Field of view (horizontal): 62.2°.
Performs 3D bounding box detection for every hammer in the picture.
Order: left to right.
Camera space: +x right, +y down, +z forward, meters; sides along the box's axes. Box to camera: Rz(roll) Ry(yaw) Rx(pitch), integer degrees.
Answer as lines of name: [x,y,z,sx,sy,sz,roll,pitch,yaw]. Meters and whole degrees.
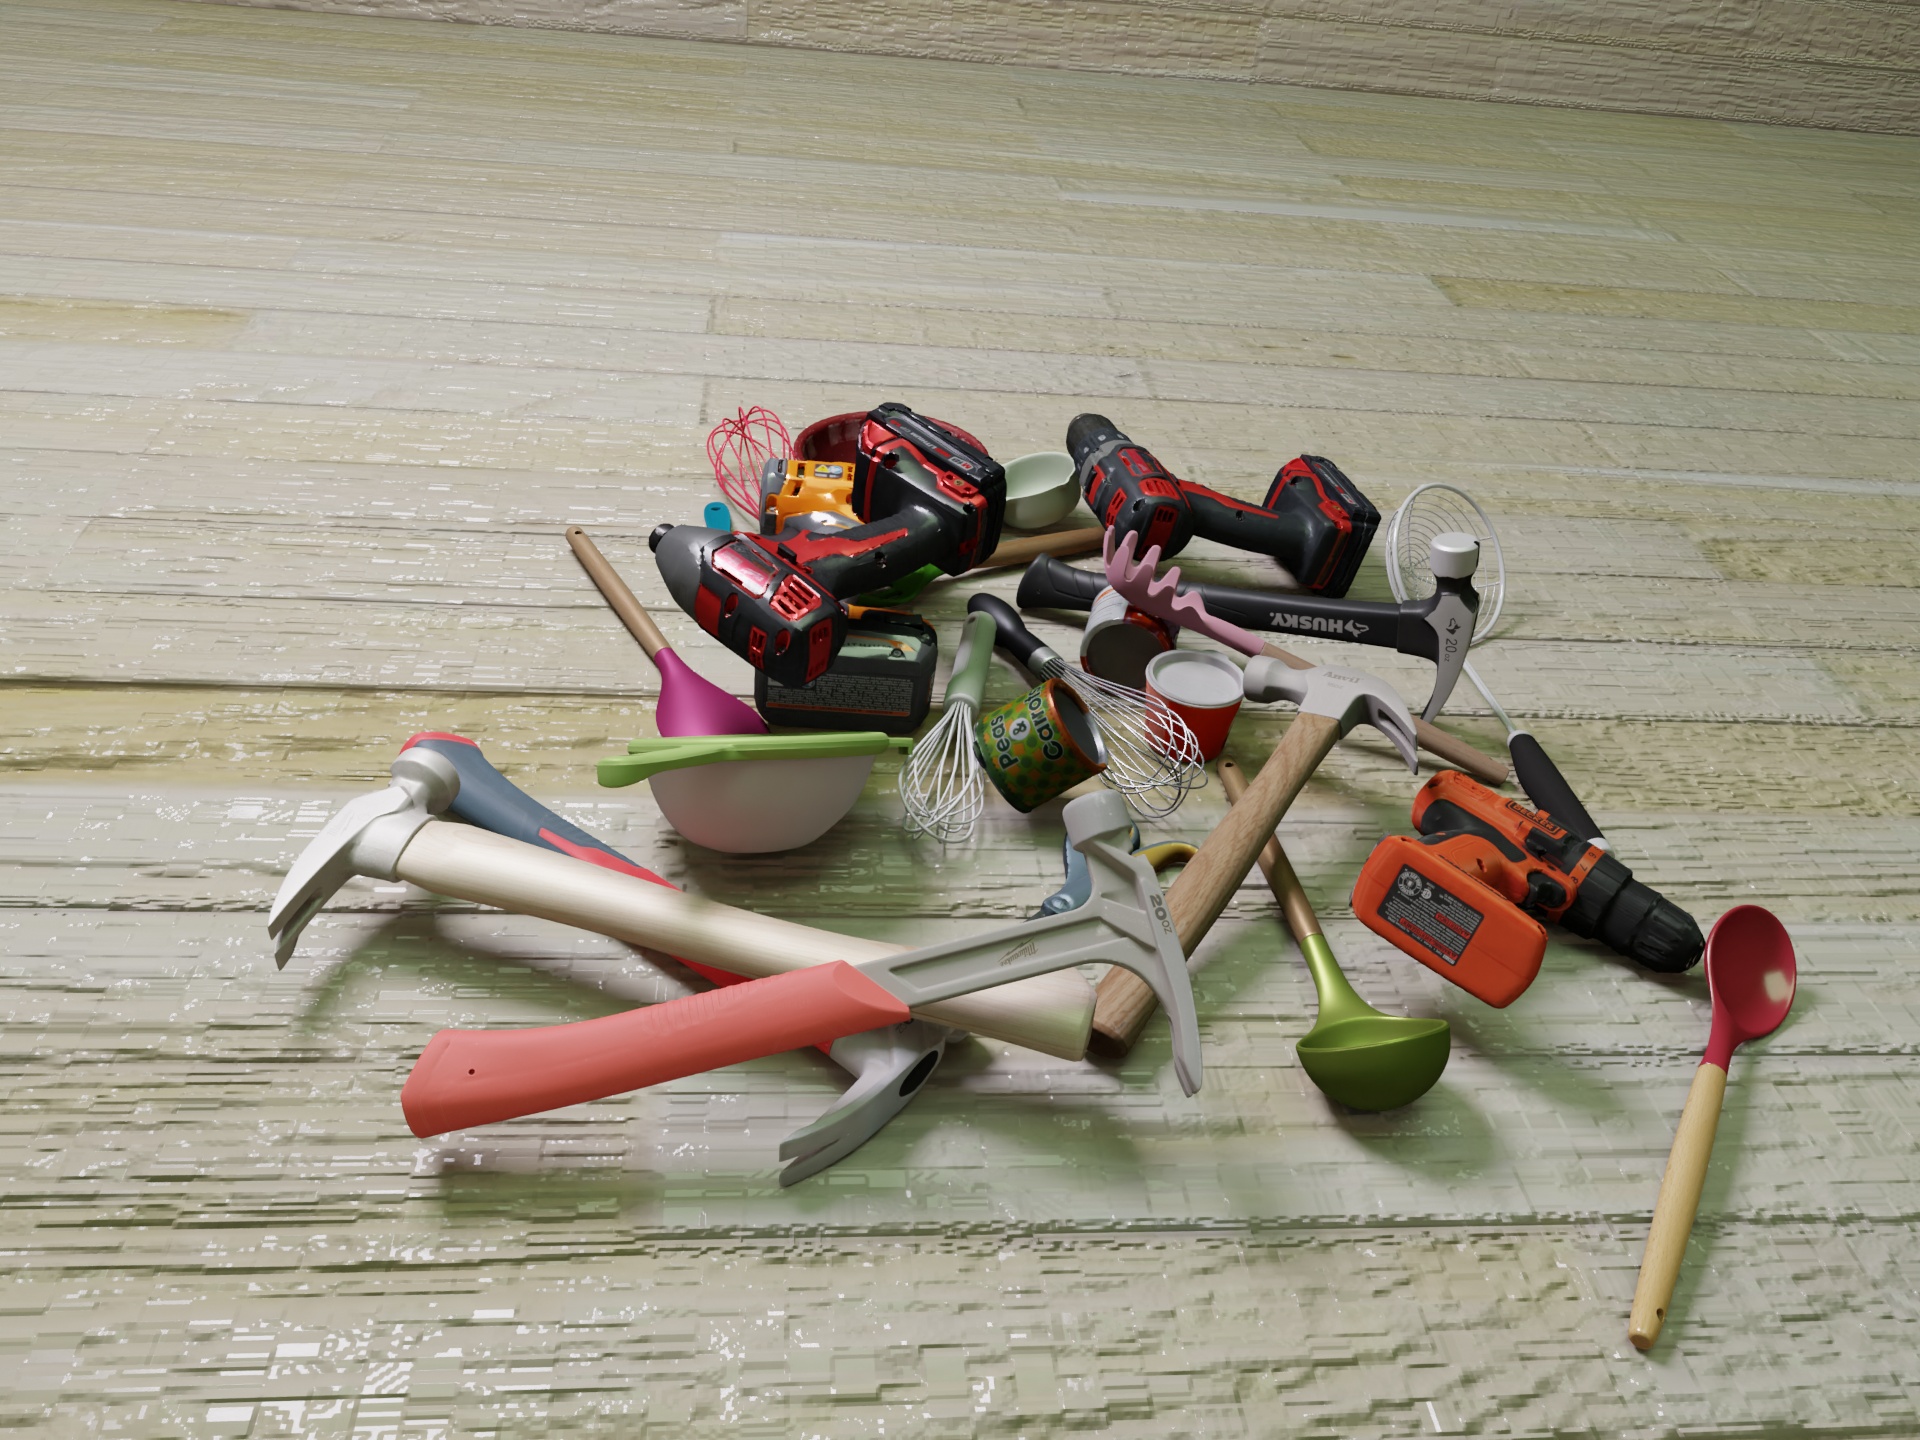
hammer: [-0.184,0.106,0.864,0.386,0.038,0.143,26,40,26]
hammer: [-0.137,0.111,0.801,0.410,0.038,0.146,13,39,10]
hammer: [-0.073,0.143,0.737,0.359,0.036,0.149,-13,71,-6]
hammer: [0.197,-0.076,1.145,0.335,0.146,0.035,8,32,23]
hammer: [0.163,0.070,0.919,0.130,0.031,0.331,13,43,34]

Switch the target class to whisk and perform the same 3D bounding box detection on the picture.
whisk: [-0.146,-0.162,1.249,0.073,0.073,0.296,-6,42,-17]
whisk: [-0.002,-0.003,1.036,0.059,0.057,0.247,38,32,-16]
whisk: [0.075,-0.022,1.085,0.070,0.070,0.285,-12,33,-25]

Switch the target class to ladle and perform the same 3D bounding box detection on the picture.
ladle: [0.195,0.102,0.918,0.078,0.062,0.320,-10,33,-3]
ladle: [0.386,0.201,0.823,0.069,0.031,0.315,51,45,-5]

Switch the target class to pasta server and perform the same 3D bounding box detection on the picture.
pasta server: [0.232,-0.041,1.081,0.316,0.040,0.060,28,21,3]

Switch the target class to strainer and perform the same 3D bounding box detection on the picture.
strainer: [-0.129,0.043,0.871,0.151,0.069,0.256,-1,2,15]

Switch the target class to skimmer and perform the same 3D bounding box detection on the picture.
skimmer: [0.394,-0.041,1.129,0.127,0.090,0.364,28,28,-27]

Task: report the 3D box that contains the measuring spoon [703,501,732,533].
measuring spoon: [-0.189,-0.144,1.253,0.042,0.021,0.129,-7,27,-9]

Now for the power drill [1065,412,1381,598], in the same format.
power drill: [0.198,-0.180,1.271,0.226,0.080,0.188,6,32,-21]

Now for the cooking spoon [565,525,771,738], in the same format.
cooking spoon: [-0.218,-0.058,1.115,0.068,0.017,0.319,-14,40,-28]

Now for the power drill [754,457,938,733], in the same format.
power drill: [-0.063,-0.097,1.110,0.164,0.084,0.227,4,46,-6]

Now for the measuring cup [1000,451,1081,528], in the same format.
measuring cup: [0.032,-0.164,1.303,0.167,0.038,0.083,-40,39,-26]

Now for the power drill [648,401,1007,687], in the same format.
power drill: [-0.084,-0.116,1.015,0.143,0.078,0.220,35,49,23]

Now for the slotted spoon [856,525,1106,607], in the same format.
slotted spoon: [0.032,-0.129,1.255,0.313,0.031,0.070,-13,46,-30]
